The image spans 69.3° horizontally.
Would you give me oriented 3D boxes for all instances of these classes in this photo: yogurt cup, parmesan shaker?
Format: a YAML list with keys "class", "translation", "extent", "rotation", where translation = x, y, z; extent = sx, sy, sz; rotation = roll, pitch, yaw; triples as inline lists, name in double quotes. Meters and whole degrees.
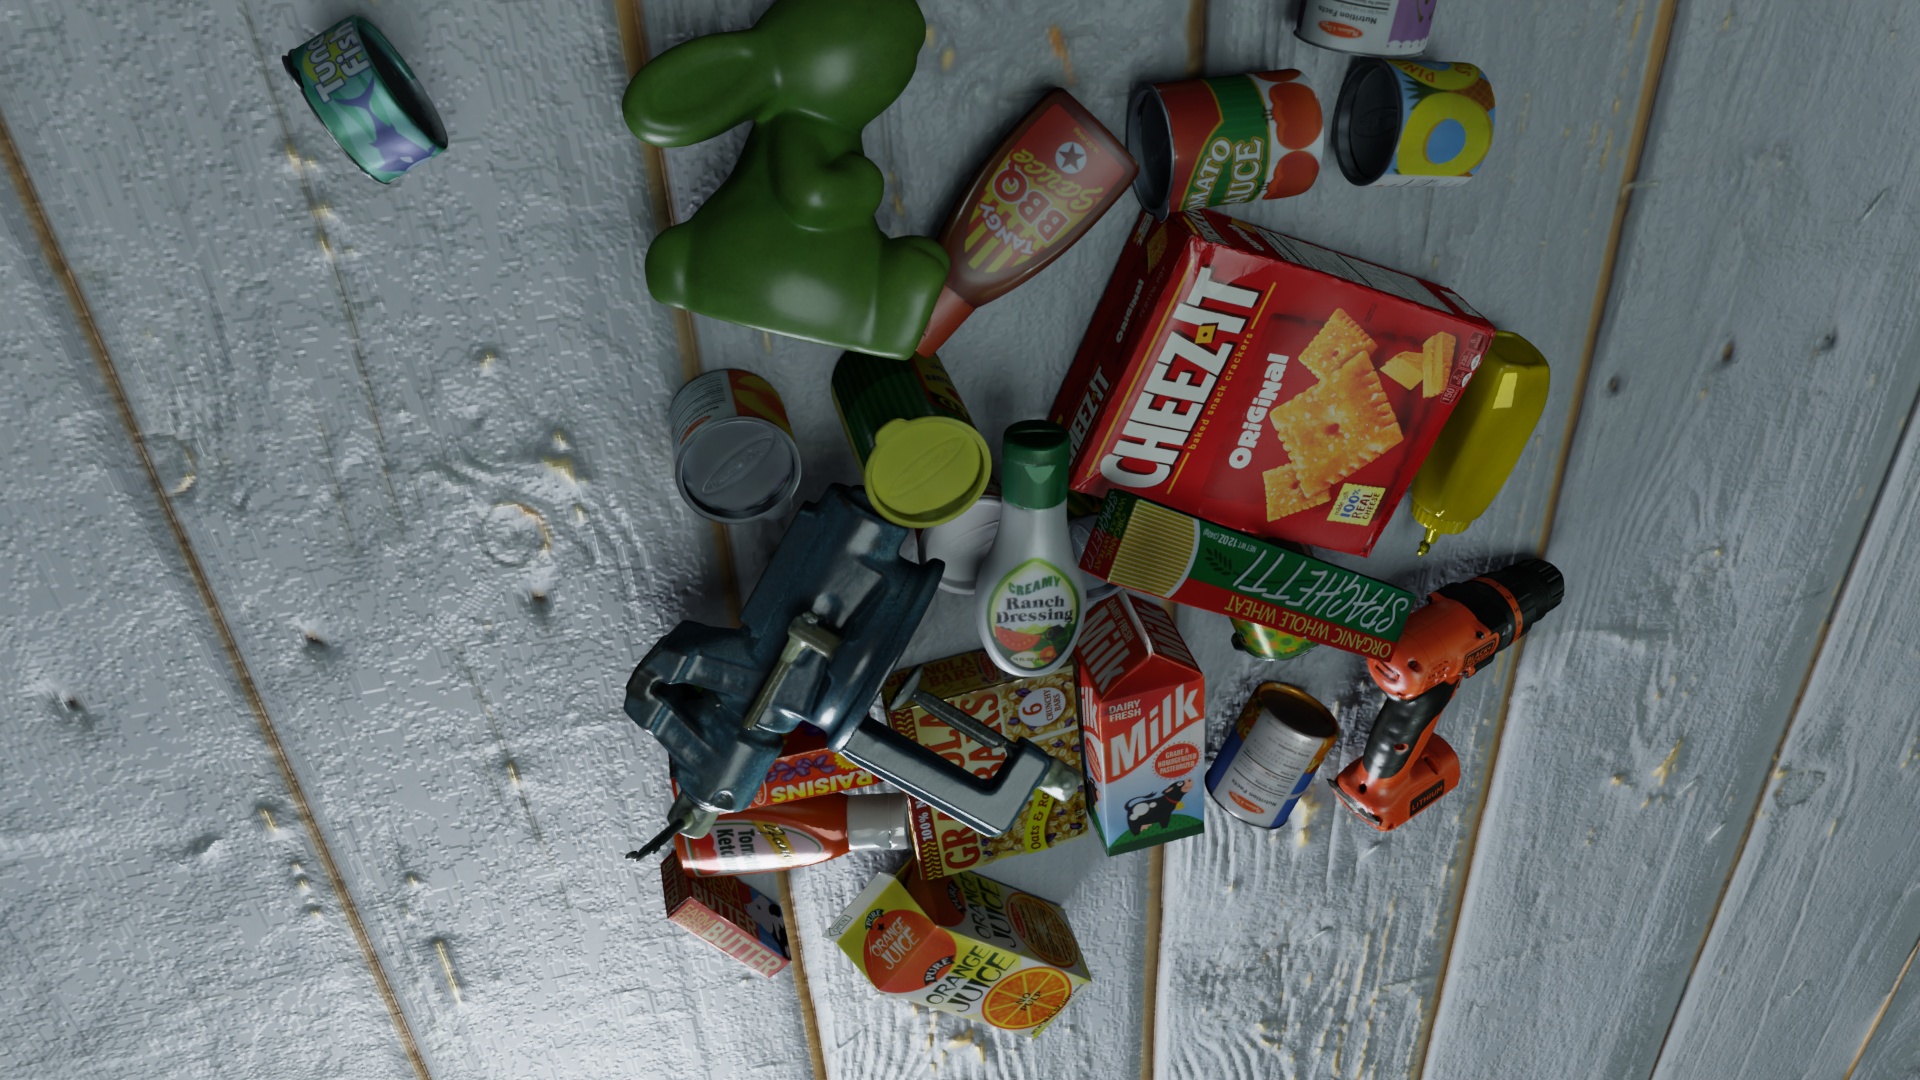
- class: "yogurt cup"
  translation: [0.003, -0.010, 0.820]
  extent: [0.072, 0.054, 0.072]
  rotation: [-8, 125, -12]
- class: "parmesan shaker"
  translation: [-0.030, -0.064, 0.743]
  extent: [0.071, 0.103, 0.071]
  rotation: [-8, 126, -12]

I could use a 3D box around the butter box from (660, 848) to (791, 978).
- class: "butter box"
  translation: [-0.160, 0.254, 0.950]
  extent: [0.024, 0.053, 0.103]
  rotation: [-39, 125, 9]

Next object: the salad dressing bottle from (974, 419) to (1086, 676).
- class: "salad dressing bottle"
  translation: [0.040, 0.005, 0.778]
  extent: [0.064, 0.044, 0.146]
  rotation: [-2, 121, -4]

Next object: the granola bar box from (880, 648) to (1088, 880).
- class: "granola bar box"
  translation: [0.019, 0.150, 0.942]
  extent: [0.124, 0.039, 0.164]
  rotation: [-14, 126, -7]

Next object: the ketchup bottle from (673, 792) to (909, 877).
- class: "ketchup bottle"
  translation: [-0.109, 0.186, 0.906]
  extent: [0.149, 0.044, 0.064]
  rotation: [-4, 124, 2]

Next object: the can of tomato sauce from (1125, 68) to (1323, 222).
- class: "can of tomato sauce"
  translation: [0.136, -0.205, 0.719]
  extent: [0.083, 0.071, 0.070]
  rotation: [-10, 125, -11]

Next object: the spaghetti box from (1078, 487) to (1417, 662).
- class: "spaghetti box"
  translation: [0.178, 0.025, 0.824]
  extent: [0.250, 0.029, 0.050]
  rotation: [16, 97, -34]

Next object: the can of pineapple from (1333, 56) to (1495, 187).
- class: "can of pineapple"
  translation: [0.242, -0.224, 0.741]
  extent: [0.058, 0.071, 0.070]
  rotation: [-3, 124, -15]

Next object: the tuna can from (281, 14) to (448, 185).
- class: "tuna can"
  translation: [-0.259, -0.194, 0.606]
  extent: [0.033, 0.071, 0.071]
  rotation: [-30, 127, 3]

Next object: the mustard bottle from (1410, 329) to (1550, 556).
- class: "mustard bottle"
  translation: [0.321, -0.054, 0.885]
  extent: [0.049, 0.065, 0.159]
  rotation: [1, 129, -11]

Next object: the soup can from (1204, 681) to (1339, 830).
- class: "soup can"
  translation: [0.222, 0.152, 0.992]
  extent: [0.071, 0.071, 0.083]
  rotation: [11, 118, -23]

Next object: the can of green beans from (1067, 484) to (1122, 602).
- class: "can of green beans"
  translation: [0.071, -0.005, 0.842]
  extent: [0.071, 0.058, 0.071]
  rotation: [-8, 125, -12]

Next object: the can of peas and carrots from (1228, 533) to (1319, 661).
- class: "can of peas and carrots"
  translation: [0.202, 0.036, 0.905]
  extent: [0.071, 0.071, 0.058]
  rotation: [-28, 126, 3]

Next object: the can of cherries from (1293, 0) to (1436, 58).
- class: "can of cherries"
  translation: [0.206, -0.279, 0.695]
  extent: [0.071, 0.072, 0.058]
  rotation: [-4, 123, -14]

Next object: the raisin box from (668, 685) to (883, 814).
- class: "raisin box"
  translation: [-0.117, 0.120, 0.852]
  extent: [0.123, 0.086, 0.039]
  rotation: [-9, 124, -11]

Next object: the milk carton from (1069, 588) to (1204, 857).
- class: "milk carton"
  translation: [0.118, 0.116, 0.929]
  extent: [0.073, 0.072, 0.189]
  rotation: [-13, 126, -8]

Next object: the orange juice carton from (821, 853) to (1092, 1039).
- class: "orange juice carton"
  translation: [-0.004, 0.291, 1.010]
  extent: [0.192, 0.073, 0.071]
  rotation: [28, 112, -30]

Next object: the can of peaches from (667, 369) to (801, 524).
- class: "can of peaches"
  translation: [-0.122, -0.050, 0.752]
  extent: [0.071, 0.058, 0.071]
  rotation: [-9, 125, -12]

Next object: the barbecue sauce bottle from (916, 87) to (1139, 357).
- class: "barbecue sauce bottle"
  translation: [0.021, -0.160, 0.723]
  extent: [0.065, 0.044, 0.148]
  rotation: [43, 102, -9]
